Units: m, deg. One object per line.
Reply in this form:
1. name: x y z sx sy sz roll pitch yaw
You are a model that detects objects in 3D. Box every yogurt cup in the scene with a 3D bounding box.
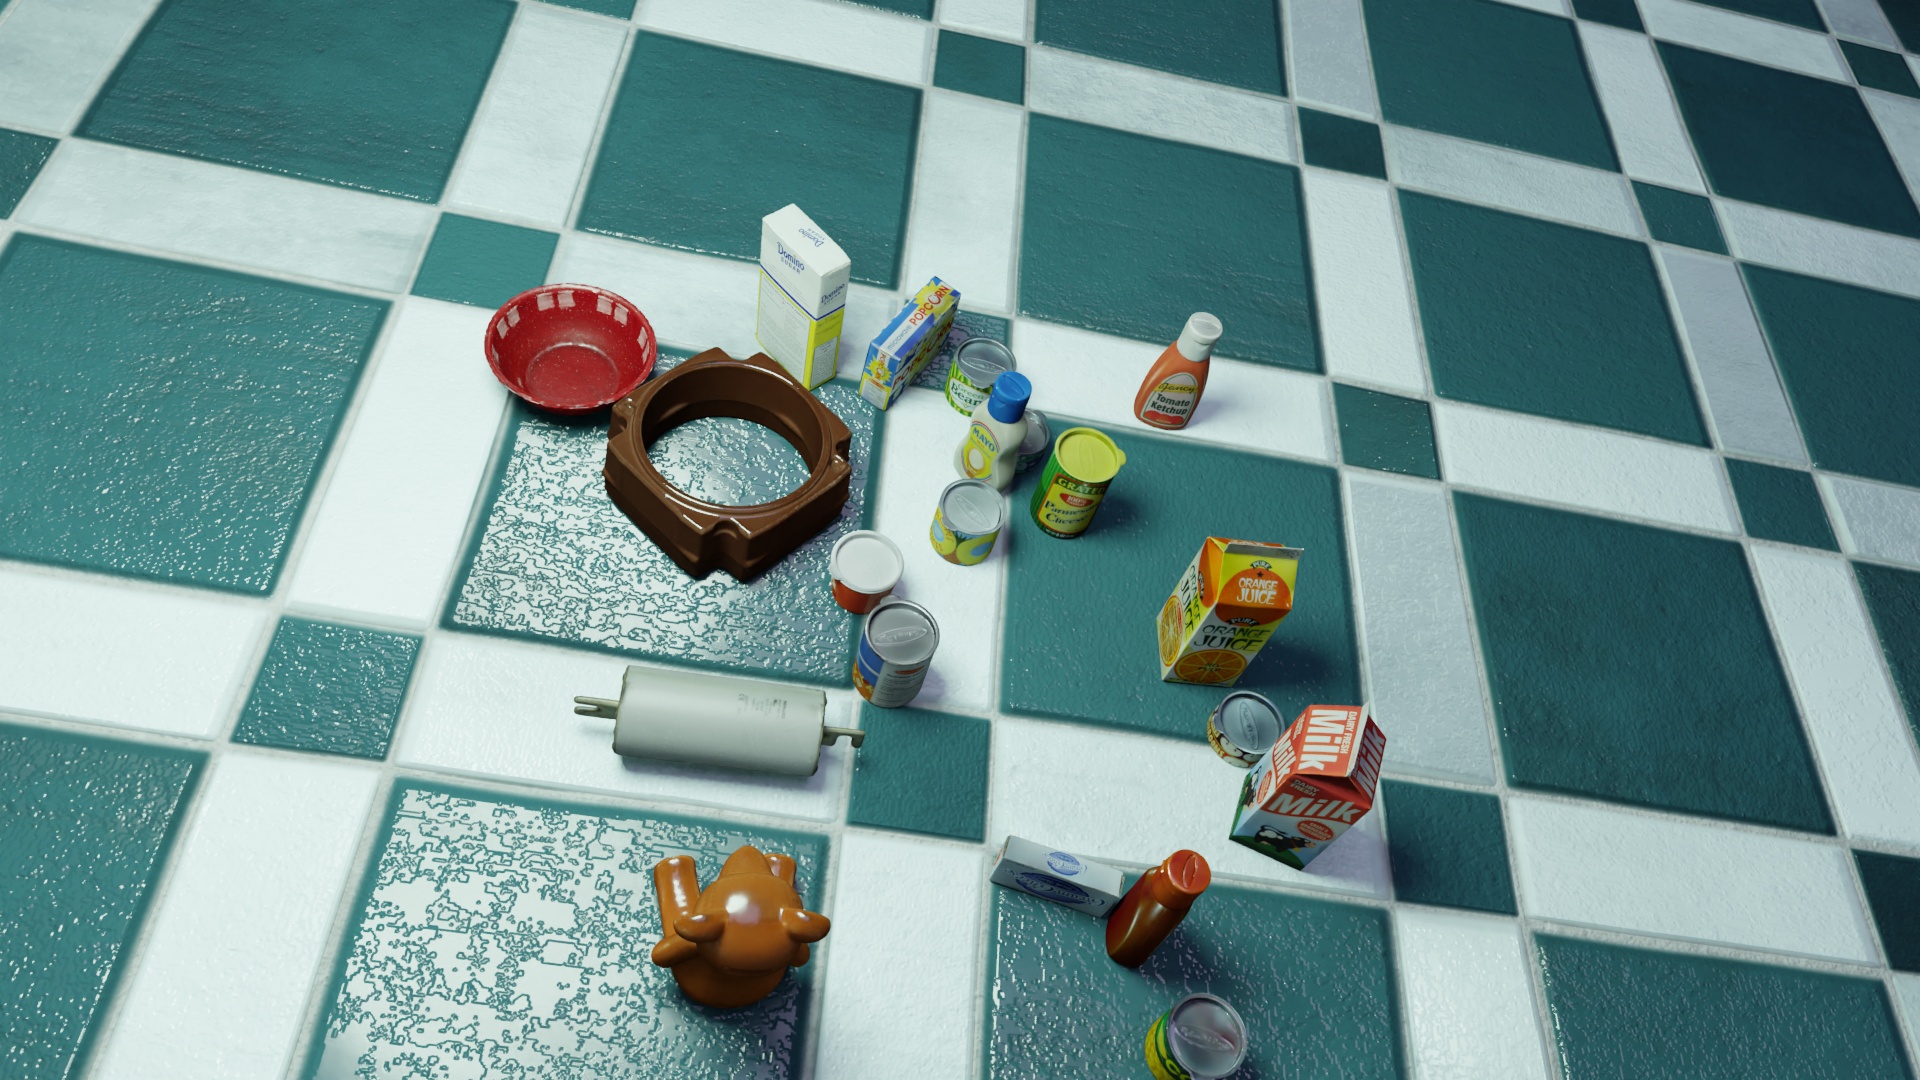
1. yogurt cup: -0.090 0.032 1.294 0.072 0.053 0.073 7 55 -10

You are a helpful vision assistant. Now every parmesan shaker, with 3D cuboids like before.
1. parmesan shaker: 0.115 -0.055 1.376 0.071 0.102 0.071 7 55 -10

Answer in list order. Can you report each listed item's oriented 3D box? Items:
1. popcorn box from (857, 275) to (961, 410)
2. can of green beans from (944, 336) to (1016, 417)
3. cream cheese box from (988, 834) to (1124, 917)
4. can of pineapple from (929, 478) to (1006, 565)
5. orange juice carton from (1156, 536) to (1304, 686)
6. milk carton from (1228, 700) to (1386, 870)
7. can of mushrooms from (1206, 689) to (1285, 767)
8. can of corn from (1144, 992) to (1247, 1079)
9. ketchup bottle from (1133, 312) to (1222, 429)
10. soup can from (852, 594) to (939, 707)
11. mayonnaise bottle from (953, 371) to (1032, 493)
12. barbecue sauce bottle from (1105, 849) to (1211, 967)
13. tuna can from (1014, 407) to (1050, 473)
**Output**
1. popcorn box: -0.053 -0.205 1.448 0.038 0.084 0.127 32 55 8
2. can of green beans: 0.020 -0.171 1.460 0.071 0.057 0.071 7 55 -10
3. cream cheese box: 0.080 0.282 1.166 0.104 0.053 0.024 19 54 -1
4. can of pineapple: 0.005 -0.017 1.350 0.071 0.057 0.071 7 55 -10
5. orange juice carton: 0.245 0.057 1.277 0.072 0.191 0.073 6 55 -10
6. milk carton: 0.303 0.207 1.190 0.073 0.189 0.073 24 54 2
7. can of mushrooms: 0.264 0.176 1.298 0.071 0.033 0.071 7 55 -10
8. can of corn: 0.186 0.404 1.106 0.071 0.058 0.071 7 55 -10
9. ketchup bottle: 0.233 -0.179 1.464 0.065 0.148 0.044 12 54 -6
10. soup can: -0.059 0.099 1.238 0.071 0.083 0.072 7 55 -10
11. mayonnaise bottle: 0.035 -0.106 1.363 0.041 0.147 0.065 -33 70 -30
12. barbecue sauce bottle: 0.159 0.293 1.120 0.044 0.147 0.065 22 54 1
13. tuna can: 0.059 -0.106 1.441 0.071 0.032 0.071 7 55 -10
